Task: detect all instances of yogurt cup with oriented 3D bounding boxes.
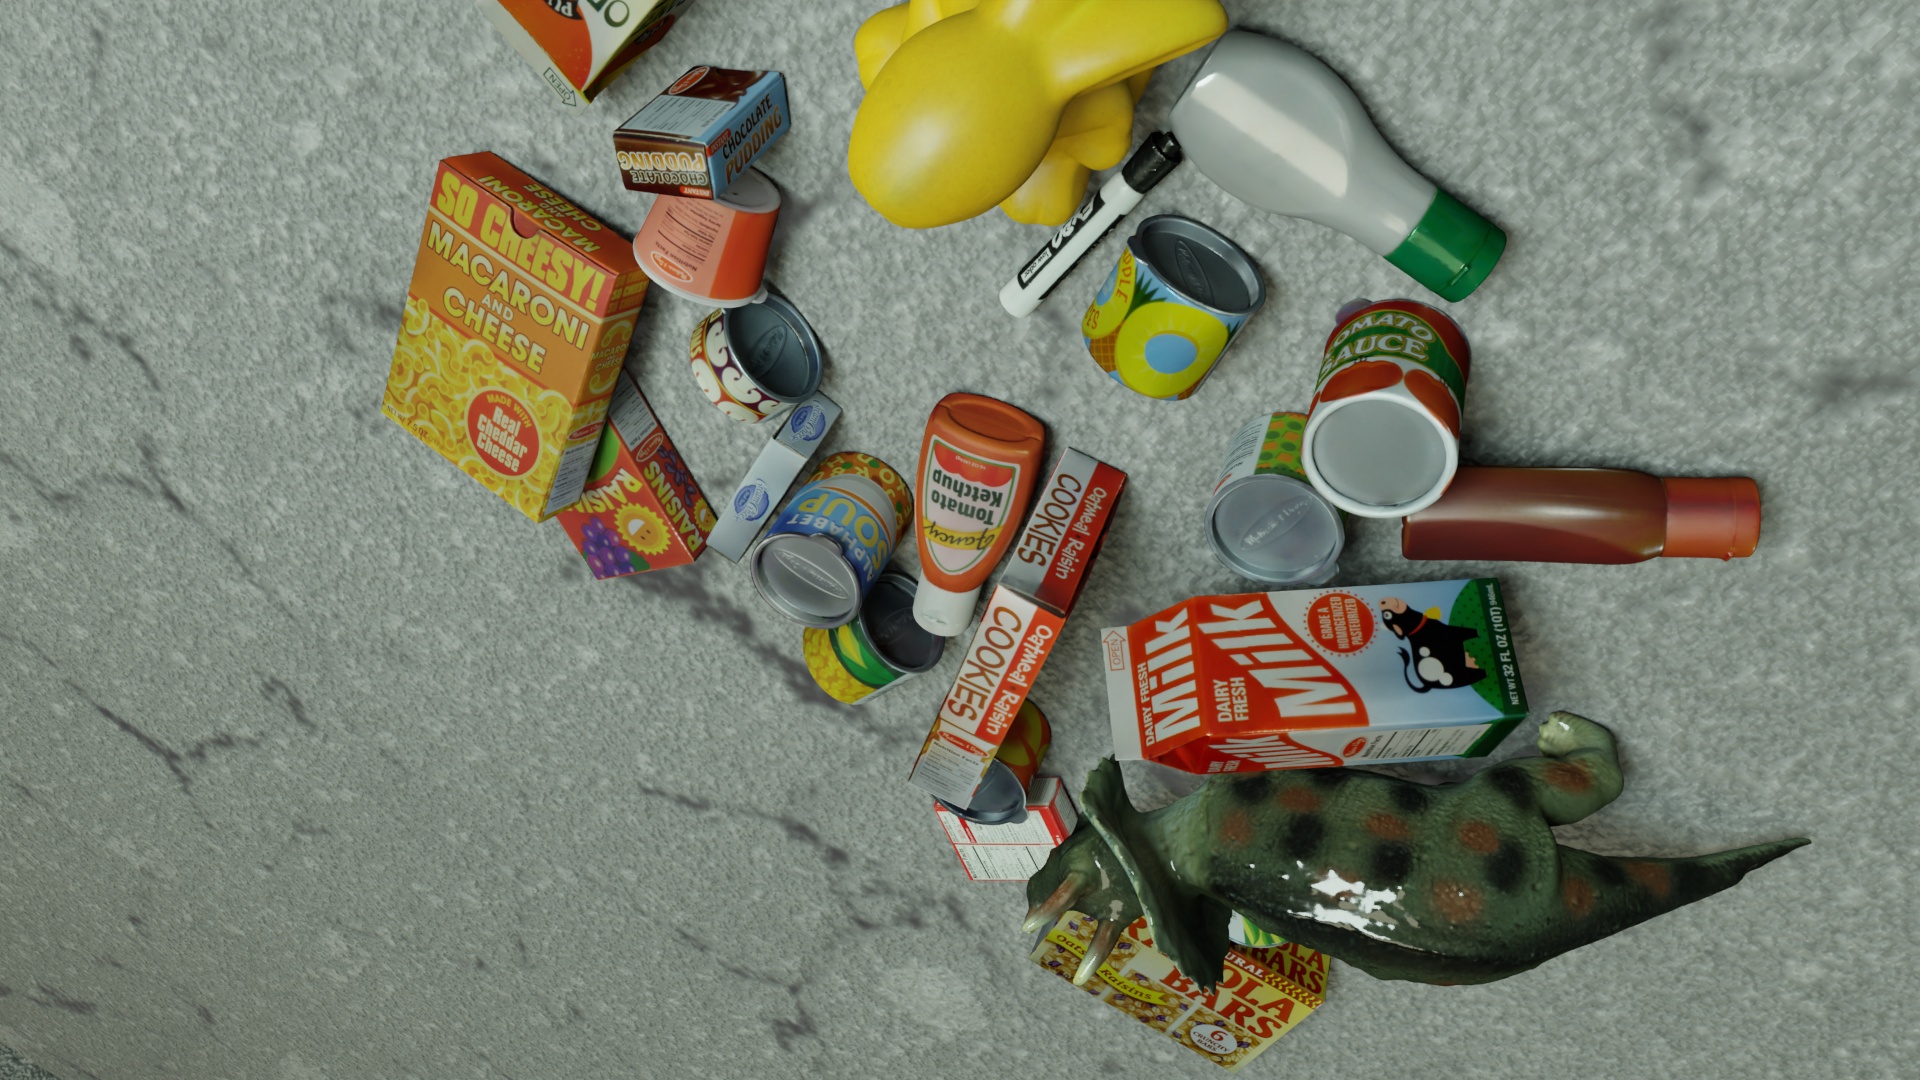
[{"bbox_3d":[-0.125,-0.158,0.700,0.072,0.073,0.053,30,124,0],"label":"yogurt cup"}]

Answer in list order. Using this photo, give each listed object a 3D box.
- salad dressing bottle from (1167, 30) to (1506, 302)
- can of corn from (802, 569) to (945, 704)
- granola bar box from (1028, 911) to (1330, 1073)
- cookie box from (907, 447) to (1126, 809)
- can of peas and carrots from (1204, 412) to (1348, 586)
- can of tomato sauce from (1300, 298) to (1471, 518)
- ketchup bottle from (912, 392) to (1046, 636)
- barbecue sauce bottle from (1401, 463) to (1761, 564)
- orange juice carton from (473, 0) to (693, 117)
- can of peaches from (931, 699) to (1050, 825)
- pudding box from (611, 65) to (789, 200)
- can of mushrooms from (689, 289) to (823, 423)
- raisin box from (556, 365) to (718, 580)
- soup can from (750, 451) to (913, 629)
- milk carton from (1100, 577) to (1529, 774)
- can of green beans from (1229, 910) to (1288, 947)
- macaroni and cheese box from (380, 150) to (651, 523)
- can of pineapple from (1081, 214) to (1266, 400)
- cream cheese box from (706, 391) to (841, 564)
[{"bbox_3d":[0.160,-0.155,0.587,0.147,0.044,0.064,33,130,-5],"label":"salad dressing bottle"},{"bbox_3d":[-0.054,0.057,0.836,0.071,0.071,0.058,46,131,-14],"label":"can of corn"},{"bbox_3d":[0.146,0.282,0.942,0.165,0.039,0.123,29,133,1],"label":"granola bar box"},{"bbox_3d":[0.031,0.048,0.751,0.040,0.123,0.166,26,132,3],"label":"cookie box"},{"bbox_3d":[0.160,-0.020,0.683,0.071,0.059,0.070,12,131,15],"label":"can of peas and carrots"},{"bbox_3d":[0.190,-0.061,0.620,0.071,0.083,0.070,12,130,15],"label":"can of tomato sauce"},{"bbox_3d":[0.003,-0.010,0.773,0.065,0.044,0.148,21,132,8],"label":"ketchup bottle"},{"bbox_3d":[0.281,-0.011,0.639,0.148,0.044,0.064,2,164,17],"label":"barbecue sauce bottle"},{"bbox_3d":[-0.147,-0.270,0.614,0.192,0.073,0.071,-31,109,39],"label":"orange juice carton"},{"bbox_3d":[0.020,0.136,0.870,0.071,0.058,0.070,12,130,15],"label":"can of peaches"},{"bbox_3d":[-0.120,-0.194,0.656,0.050,0.084,0.030,10,132,16],"label":"pudding box"},{"bbox_3d":[-0.110,-0.099,0.737,0.033,0.071,0.071,-26,112,38],"label":"can of mushrooms"},{"bbox_3d":[-0.215,-0.039,0.851,0.086,0.040,0.123,-11,119,30],"label":"raisin box"},{"bbox_3d":[-0.069,-0.003,0.783,0.071,0.084,0.071,12,130,15],"label":"soup can"},{"bbox_3d":[0.168,0.069,0.686,0.191,0.072,0.073,-4,155,2],"label":"milk carton"},{"bbox_3d":[0.181,0.202,0.844,0.071,0.071,0.057,3,127,22],"label":"can of green beans"},{"bbox_3d":[-0.249,-0.111,0.773,0.124,0.040,0.165,33,121,11],"label":"macaroni and cheese box"},{"bbox_3d":[0.095,-0.107,0.638,0.071,0.071,0.057,31,133,-1],"label":"can of pineapple"},{"bbox_3d":[-0.107,-0.036,0.794,0.024,0.054,0.103,34,132,-7],"label":"cream cheese box"}]
